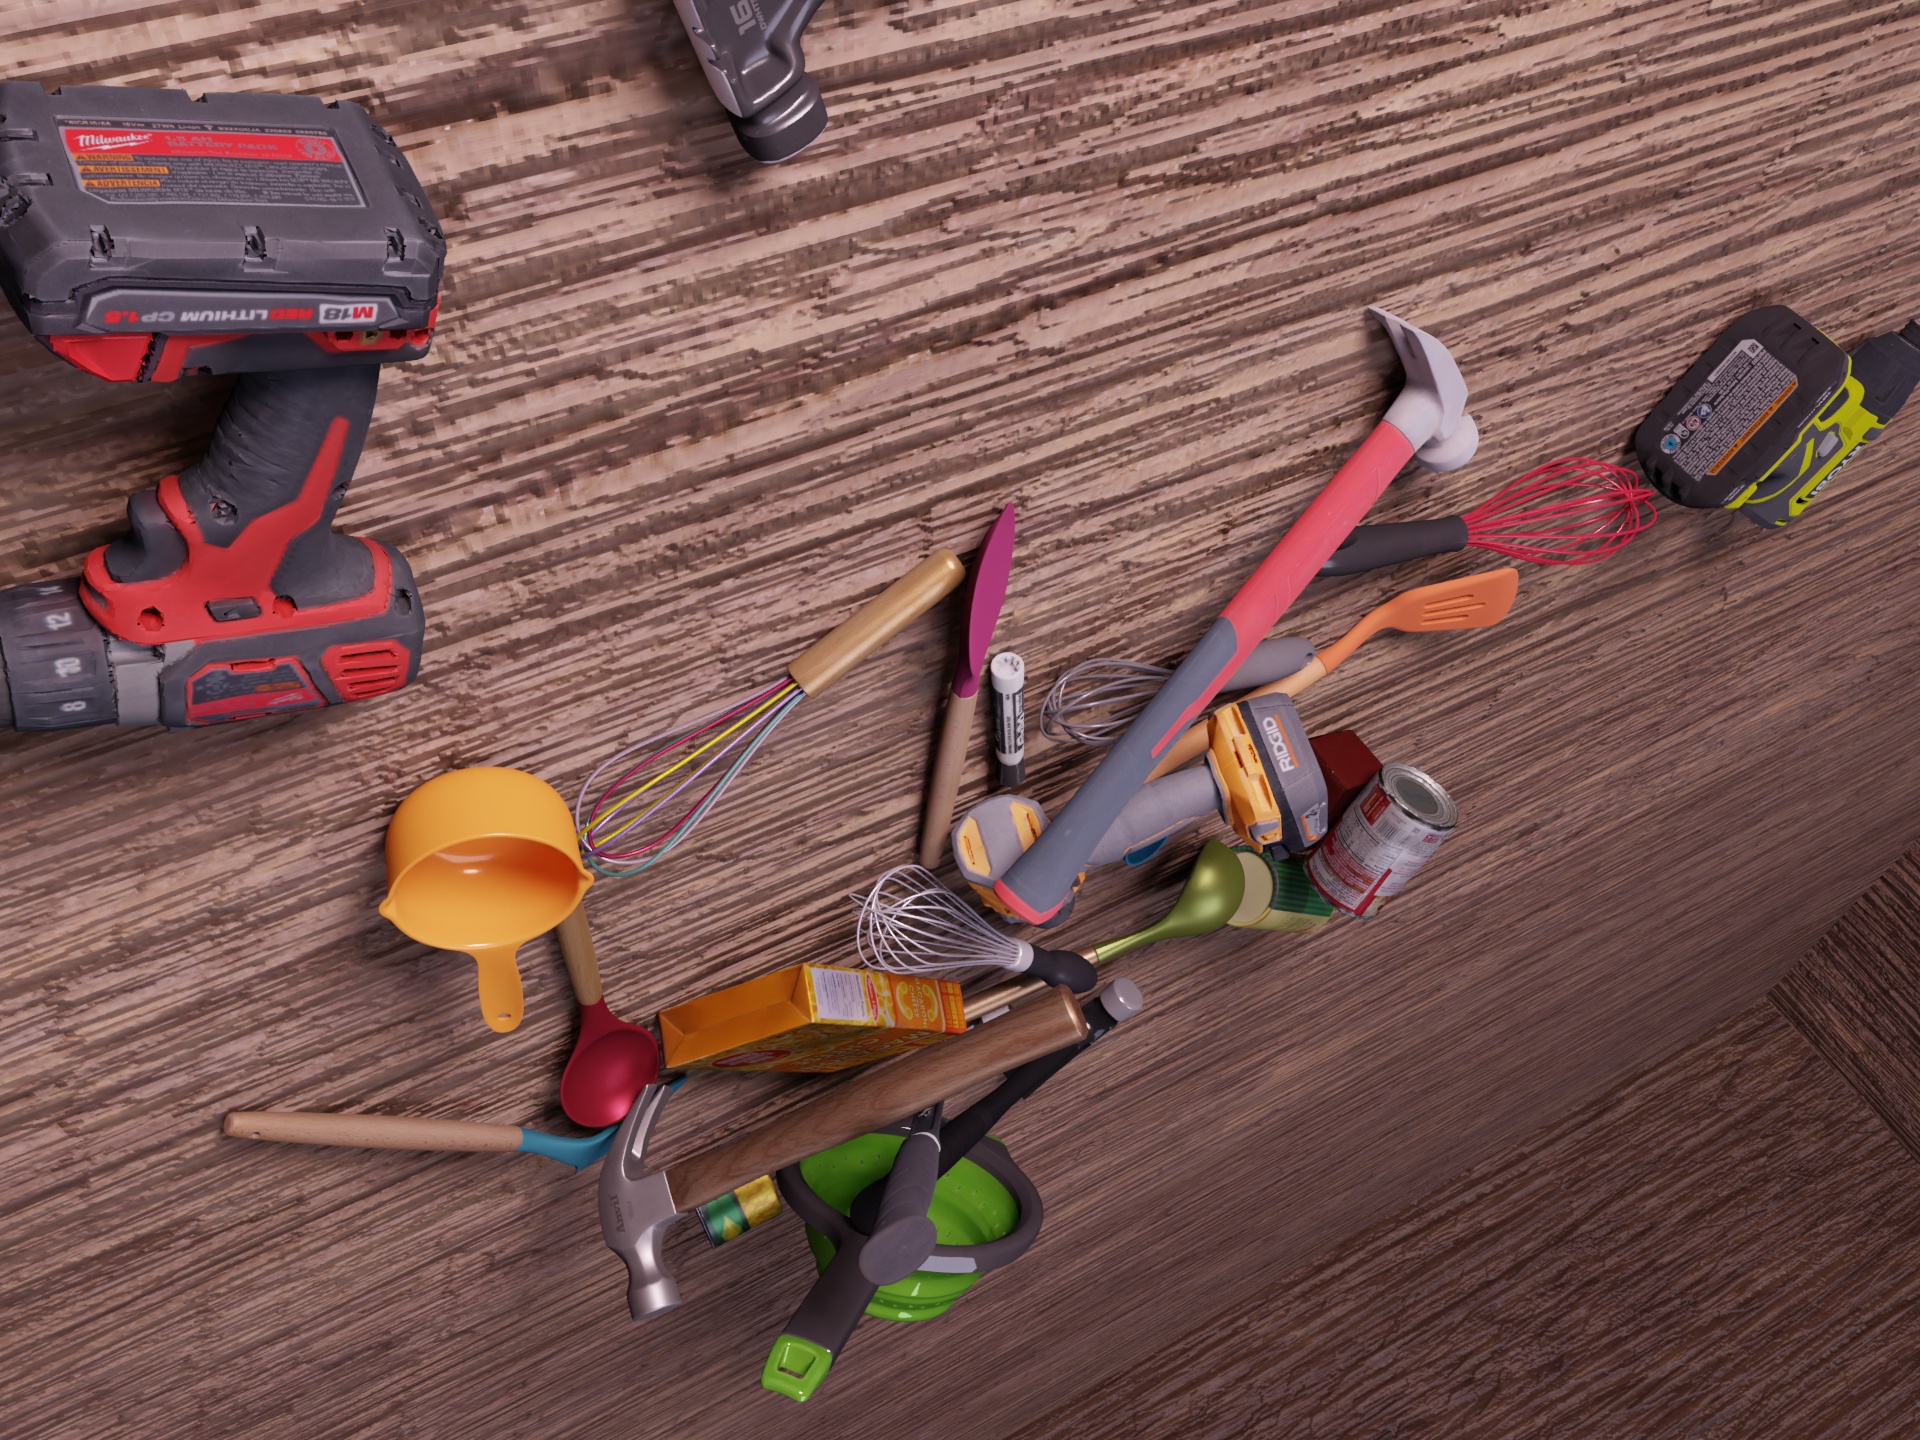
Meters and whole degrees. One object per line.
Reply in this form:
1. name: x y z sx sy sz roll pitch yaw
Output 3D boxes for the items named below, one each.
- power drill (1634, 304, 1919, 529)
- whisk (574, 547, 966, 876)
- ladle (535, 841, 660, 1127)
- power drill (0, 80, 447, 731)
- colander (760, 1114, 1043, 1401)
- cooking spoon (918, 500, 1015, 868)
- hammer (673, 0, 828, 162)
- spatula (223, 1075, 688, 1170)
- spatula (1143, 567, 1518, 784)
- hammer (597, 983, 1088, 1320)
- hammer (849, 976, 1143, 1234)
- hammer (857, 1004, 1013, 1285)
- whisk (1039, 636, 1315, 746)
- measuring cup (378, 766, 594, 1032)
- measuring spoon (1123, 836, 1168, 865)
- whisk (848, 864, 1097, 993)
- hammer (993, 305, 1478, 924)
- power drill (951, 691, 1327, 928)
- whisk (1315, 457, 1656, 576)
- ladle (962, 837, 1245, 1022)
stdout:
1. power drill: 0.580 -0.215 1.108 0.223 0.080 0.171 -6 140 -44
2. whisk: -0.097 -0.005 0.791 0.245 0.051 0.047 -38 143 0
3. ladle: -0.214 0.144 0.901 0.069 0.031 0.315 -32 149 -26
4. power drill: -0.261 -0.078 0.505 0.188 0.080 0.226 -11 145 -33
5. colander: -0.066 0.396 1.124 0.397 0.204 0.094 -30 135 -74
6. cooking spoon: -0.001 -0.003 0.893 0.318 0.017 0.069 101 11 -53
7. hammer: 0.054 -0.313 0.512 0.337 0.034 0.127 -32 150 -4
8. spatula: -0.298 0.246 0.971 0.082 0.044 0.317 -45 143 19
9. spatula: 0.229 -0.019 1.079 0.322 0.041 0.081 -31 155 -3
10. hammer: -0.077 0.242 0.973 0.331 0.130 0.031 -27 156 10
11. hammer: 0.019 0.301 1.223 0.146 0.035 0.335 -45 169 32
12. hammer: -0.030 0.281 1.066 0.149 0.036 0.409 -28 -178 5
13. whisk: 0.141 -0.026 0.987 0.239 0.055 0.055 -14 144 -38
14. measuring cup: -0.229 0.089 0.774 0.095 0.052 0.173 -7 142 -17
15. measuring spoon: 0.161 0.054 1.146 0.128 0.021 0.042 -42 149 -5
16. whisk: 0.020 0.153 1.084 0.070 0.070 0.284 -43 144 15
17. hammer: 0.143 -0.047 0.887 0.386 0.038 0.143 -51 146 4
18. power drill: 0.117 0.073 1.029 0.226 0.084 0.185 -20 157 5
19. whisk: 0.330 -0.122 1.016 0.295 0.073 0.073 -11 143 -25
20. ladle: 0.074 0.179 1.220 0.320 0.062 0.078 -23 150 -5
